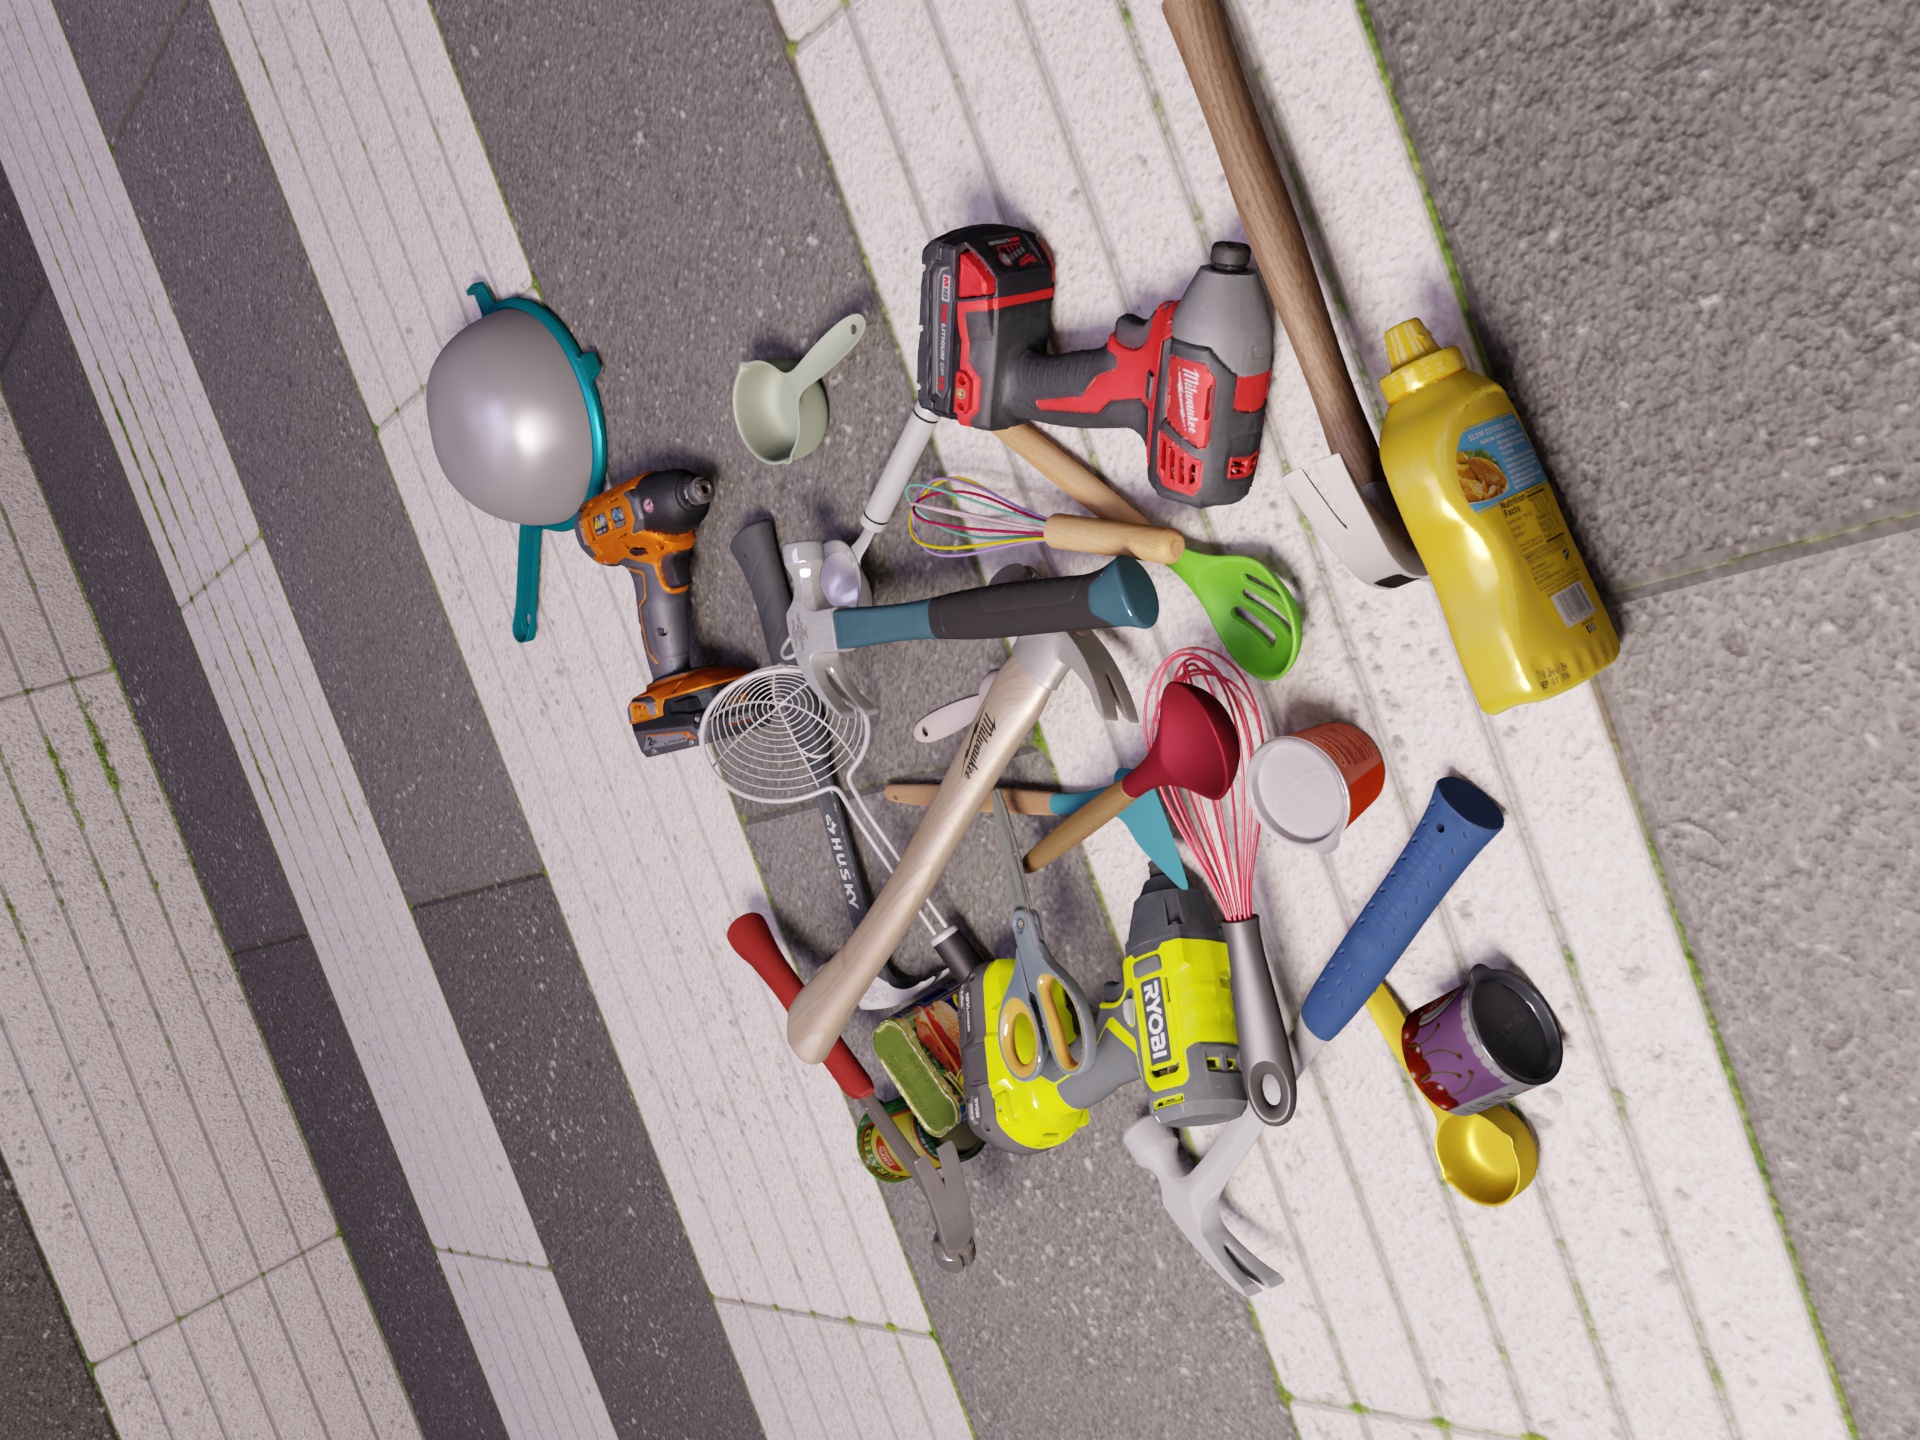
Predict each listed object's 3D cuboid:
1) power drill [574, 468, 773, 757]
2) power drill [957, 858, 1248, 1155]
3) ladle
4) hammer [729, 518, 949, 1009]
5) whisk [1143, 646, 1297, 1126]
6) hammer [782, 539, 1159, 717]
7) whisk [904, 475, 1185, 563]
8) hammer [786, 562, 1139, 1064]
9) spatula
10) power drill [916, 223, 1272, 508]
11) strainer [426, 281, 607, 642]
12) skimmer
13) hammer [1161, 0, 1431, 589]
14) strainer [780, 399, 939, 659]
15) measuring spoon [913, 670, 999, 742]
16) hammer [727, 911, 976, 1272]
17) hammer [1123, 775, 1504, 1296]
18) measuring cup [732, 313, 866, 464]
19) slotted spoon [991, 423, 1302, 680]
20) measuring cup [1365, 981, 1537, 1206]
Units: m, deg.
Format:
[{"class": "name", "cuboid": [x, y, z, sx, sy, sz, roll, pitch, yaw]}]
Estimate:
[{"class": "power drill", "cuboid": [-0.231, -0.093, 1.307, 0.164, 0.084, 0.226, -12, 95, 48]}, {"class": "power drill", "cuboid": [0.094, 0.199, 1.075, 0.223, 0.080, 0.171, -33, 55, 47]}, {"class": "ladle", "cuboid": [0.094, 0.050, 0.969, 0.069, 0.031, 0.315, 66, 155, 12]}, {"class": "hammer", "cuboid": [-0.110, 0.041, 1.272, 0.149, 0.036, 0.409, -5, 103, 47]}, {"class": "whisk", "cuboid": [0.165, 0.101, 0.961, 0.073, 0.073, 0.296, -9, 93, 48]}, {"class": "hammer", "cuboid": [-0.005, -0.069, 1.032, 0.331, 0.033, 0.128, -2, 95, 48]}, {"class": "whisk", "cuboid": [0.045, -0.126, 1.002, 0.245, 0.047, 0.051, 16, 141, 48]}, {"class": "hammer", "cuboid": [-0.019, 0.098, 1.098, 0.410, 0.038, 0.146, -60, 45, 27]}, {"class": "spatula", "cuboid": [0.041, 0.060, 1.108, 0.318, 0.044, 0.082, 0, 117, 49]}, {"class": "power drill", "cuboid": [0.080, -0.218, 0.922, 0.220, 0.078, 0.143, 25, 124, 35]}, {"class": "strainer", "cuboid": [-0.422, -0.210, 1.444, 0.211, 0.095, 0.340, 35, 129, 31]}, {"class": "skimmer", "cuboid": [-0.055, 0.117, 1.183, 0.127, 0.090, 0.363, -36, 87, 15]}, {"class": "hammer", "cuboid": [0.168, -0.224, 0.812, 0.031, 0.130, 0.331, -23, 81, 35]}, {"class": "strainer", "cuboid": [-0.062, -0.136, 1.136, 0.258, 0.050, 0.087, -59, 43, 37]}, {"class": "measuring spoon", "cuboid": [-0.002, -0.004, 1.148, 0.124, 0.018, 0.034, -26, 88, 50]}, {"class": "hammer", "cuboid": [-0.096, 0.264, 1.255, 0.359, 0.036, 0.149, 45, 154, 43]}, {"class": "hammer", "cuboid": [0.218, 0.198, 0.978, 0.144, 0.035, 0.405, 55, 138, 35]}, {"class": "measuring cup", "cuboid": [-0.103, -0.244, 1.134, 0.167, 0.038, 0.083, -31, 84, 47]}, {"class": "slotted spoon", "cuboid": [0.096, -0.131, 0.980, 0.314, 0.031, 0.070, 43, 142, 28]}, {"class": "measuring cup", "cuboid": [0.285, 0.210, 0.942, 0.157, 0.029, 0.062, 62, 141, 24]}]
